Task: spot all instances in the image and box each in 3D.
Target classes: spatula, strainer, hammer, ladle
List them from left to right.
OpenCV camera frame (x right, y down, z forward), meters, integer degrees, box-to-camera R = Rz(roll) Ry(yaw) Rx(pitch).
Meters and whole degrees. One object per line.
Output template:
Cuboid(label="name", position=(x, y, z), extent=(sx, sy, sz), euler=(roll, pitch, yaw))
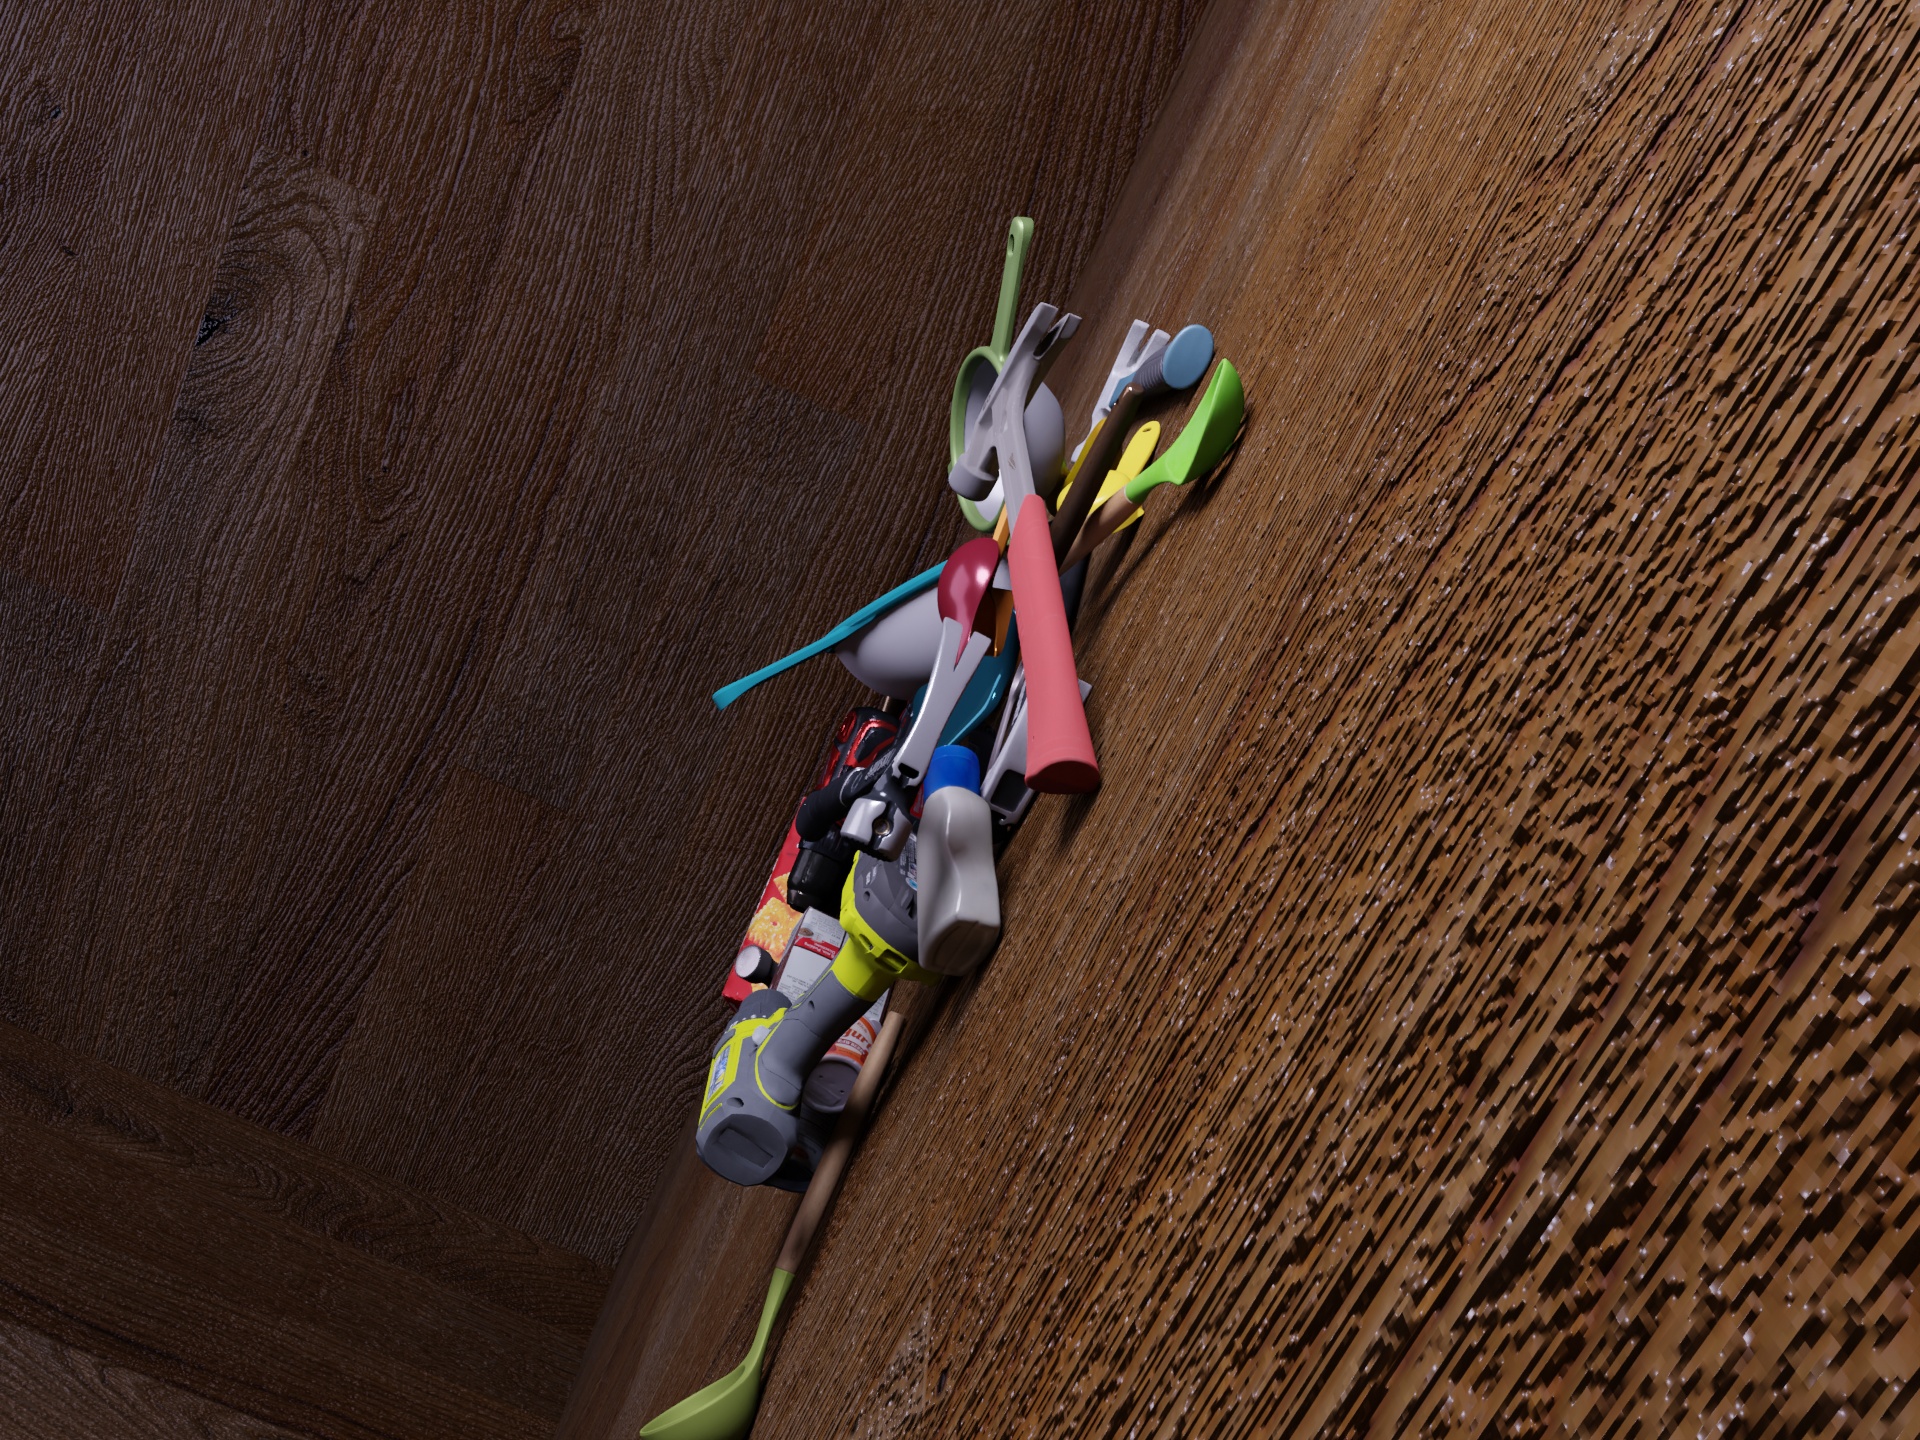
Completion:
Cuboid(label="ladle", position=(-0.116, 0.337, 1.061), extent=(0.320, 0.062, 0.078), euler=(-65, 5, -23))
Cuboid(label="hammer", position=(-0.098, 0.105, 1.453), extent=(0.031, 0.129, 0.331), euler=(-1, 60, 42))
Cuboid(label="hammer", position=(-0.066, 0.038, 1.080), extent=(0.149, 0.036, 0.409), euler=(-65, 8, -14))
Cuboid(label="strainer", position=(-0.054, -0.052, 1.354), extent=(0.340, 0.095, 0.211), euler=(-30, 0, -36))
Cuboid(label="ladle", position=(-0.002, -0.004, 1.178), extent=(0.069, 0.031, 0.316), euler=(-30, 49, 47))
Cuboid(label="spatula", position=(0.041, -0.092, 1.047), extent=(0.082, 0.044, 0.317), euler=(-95, 24, -45))
Cuboid(label="strainer", position=(0.053, -0.275, 1.281), extent=(0.152, 0.069, 0.256), euler=(-120, 33, -52))
Cuboid(label="hammer", position=(0.047, -0.100, 0.956), extent=(0.359, 0.036, 0.149), euler=(-96, 29, -46))
Cuboid(label="hammer", position=(0.064, -0.057, 1.133), extent=(0.335, 0.035, 0.146), euler=(-73, 8, -52))
Cuboid(label="hammer", position=(0.146, -0.265, 1.246), extent=(0.331, 0.033, 0.128), euler=(-126, 59, -83))

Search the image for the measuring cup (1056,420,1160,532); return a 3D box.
Cuboid(label="measuring cup", position=(0.111, -0.181, 1.125), extent=(0.157, 0.062, 0.029), euler=(-60, -44, -43))

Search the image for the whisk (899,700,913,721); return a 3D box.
Cuboid(label="whisk", position=(-0.036, 0.075, 1.399), extent=(0.073, 0.073, 0.296), euler=(120, 167, -45))

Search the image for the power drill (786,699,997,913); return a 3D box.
Cuboid(label="power drill", position=(-0.069, 0.073, 1.308), extent=(0.227, 0.080, 0.188), euler=(-11, 55, 65))

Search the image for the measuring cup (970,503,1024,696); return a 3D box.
Cuboid(label="measuring cup", position=(0.040, -0.101, 1.260), extent=(0.095, 0.052, 0.173), euler=(39, 116, 58))

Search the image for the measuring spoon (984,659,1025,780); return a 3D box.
Cuboid(label="measuring spoon", position=(0.038, 0.012, 1.211), extent=(0.034, 0.018, 0.124), euler=(165, 123, -82))

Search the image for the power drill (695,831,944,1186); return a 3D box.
Cuboid(label="power drill", position=(-0.090, 0.179, 1.071), extent=(0.228, 0.080, 0.191), euler=(-51, 13, 13))

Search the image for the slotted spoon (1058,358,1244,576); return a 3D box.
Cuboid(label="slotted spoon", position=(0.100, -0.135, 1.001), extent=(0.313, 0.031, 0.070), euler=(-38, 31, 65))
